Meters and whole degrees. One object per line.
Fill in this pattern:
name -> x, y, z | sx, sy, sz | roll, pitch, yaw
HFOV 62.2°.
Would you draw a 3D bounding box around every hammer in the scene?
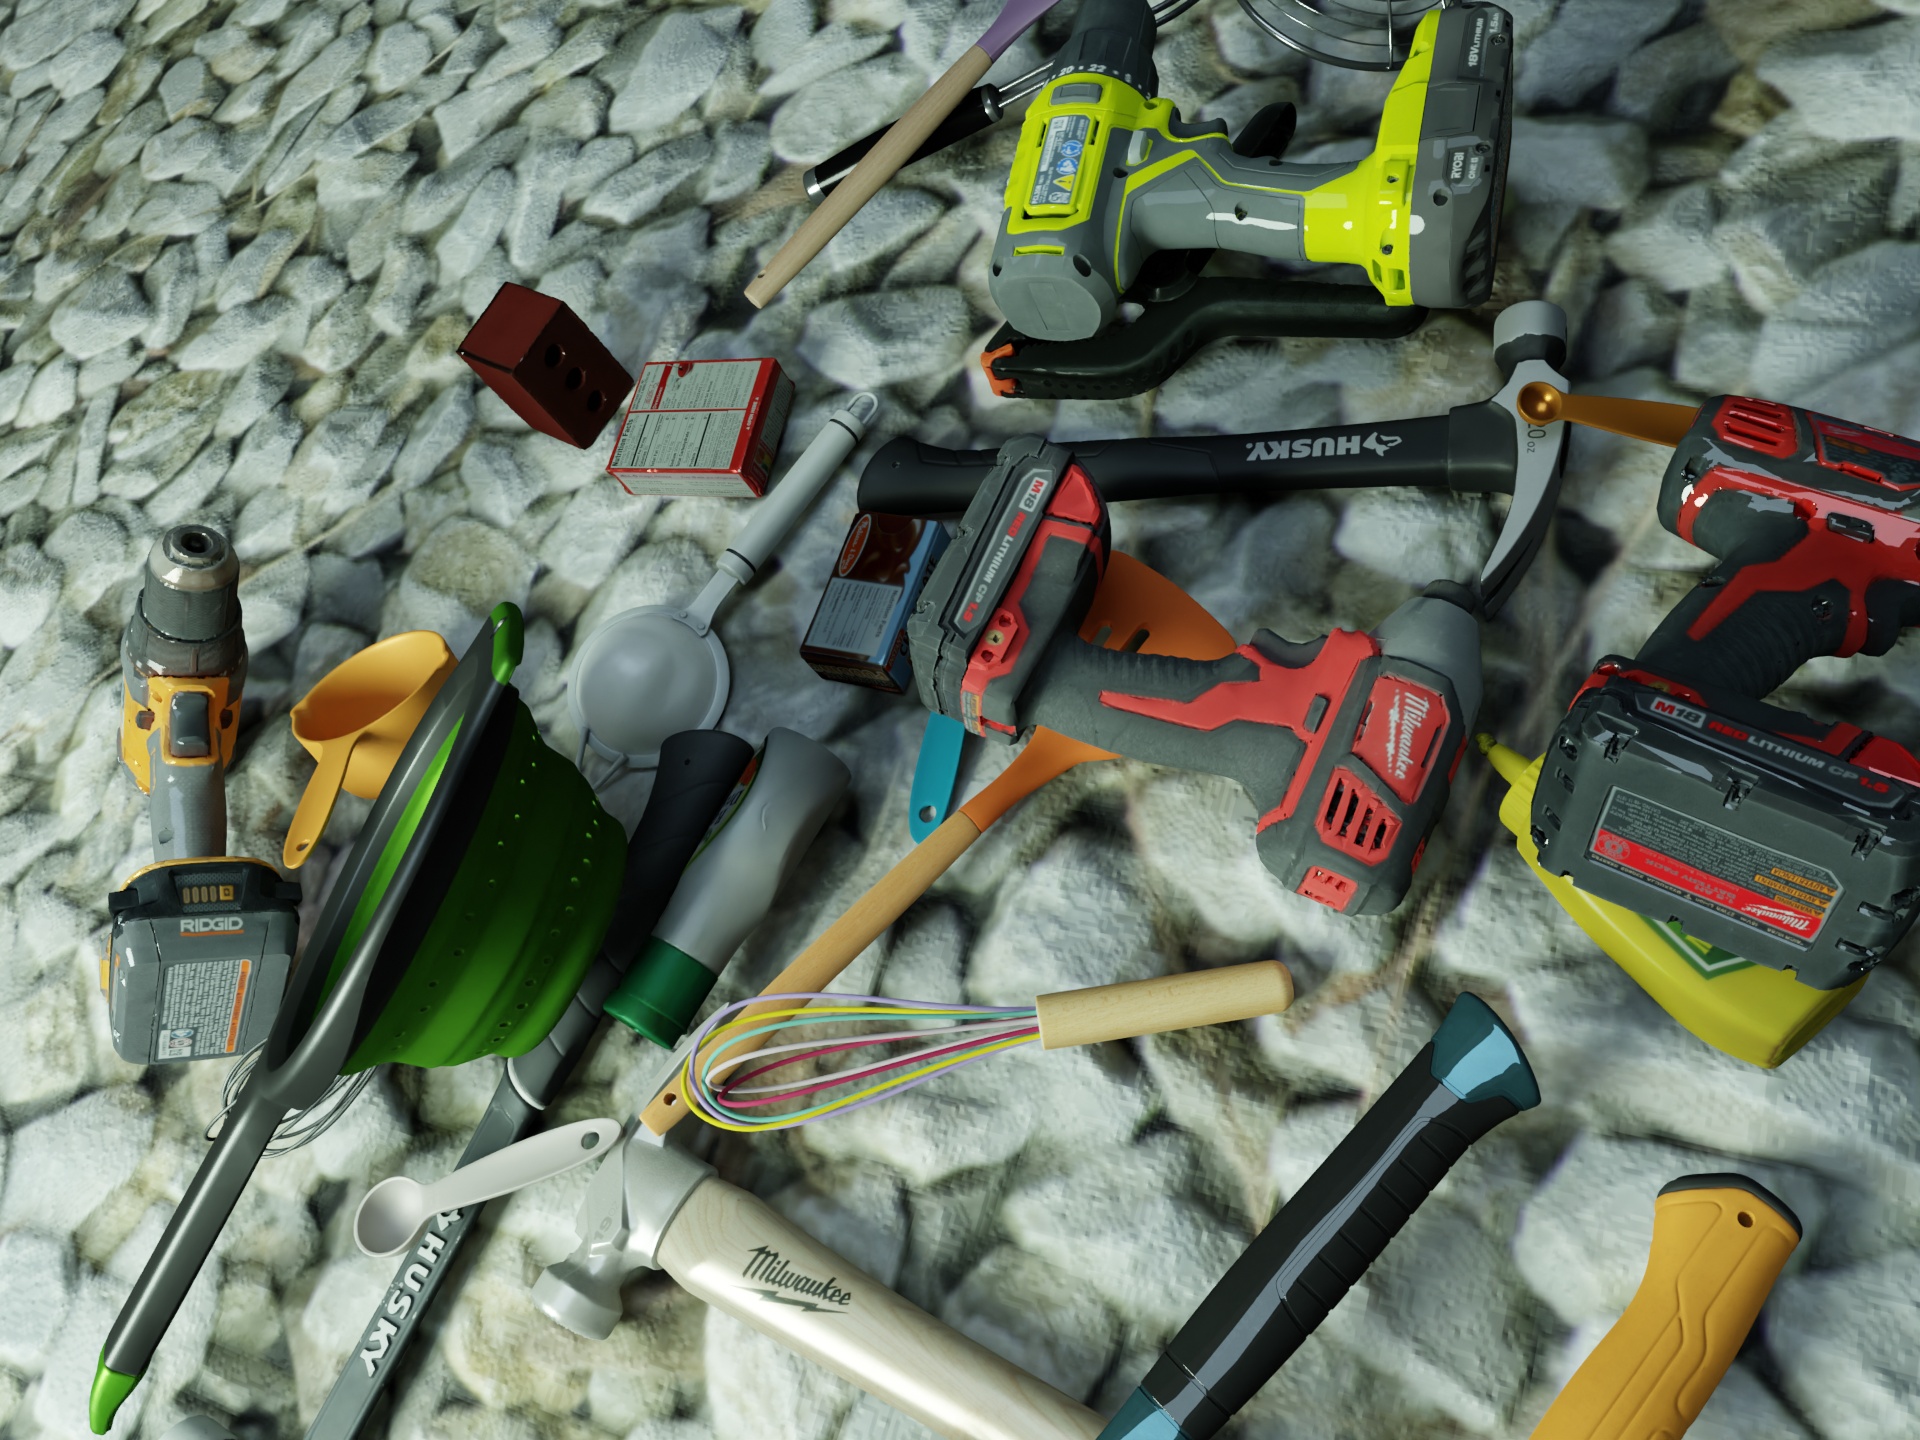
hammer -> 0.163, 0.278, 0.481 | 0.127, 0.034, 0.337 | 34, 69, 28
hammer -> 0.082, 0.226, 0.540 | 0.331, 0.033, 0.128 | -46, 58, -8
hammer -> 0.106, -0.114, 0.744 | 0.335, 0.035, 0.146 | 0, 64, 22
hammer -> 0.022, 0.250, 0.590 | 0.411, 0.038, 0.146 | 22, 73, 29
hammer -> -0.202, 0.183, 0.717 | 0.149, 0.036, 0.409 | 19, 72, 28

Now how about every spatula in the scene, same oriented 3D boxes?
spatula -> -0.015, 0.056, 0.684 | 0.322, 0.041, 0.081 | -43, 68, -14
spatula -> -0.007, -0.342, 0.862 | 0.316, 0.018, 0.060 | -48, 41, -3

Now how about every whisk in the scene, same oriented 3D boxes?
whisk -> 0.010, 0.127, 0.630 | 0.245, 0.051, 0.047 | -9, 17, 1
whisk -> -0.263, 0.124, 0.766 | 0.239, 0.055, 0.055 | -42, 57, -6

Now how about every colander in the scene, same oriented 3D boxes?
colander -> -0.246, 0.146, 0.681 | 0.397, 0.094, 0.205 | -60, 22, 6

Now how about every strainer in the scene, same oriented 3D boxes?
strainer -> -0.122, -0.074, 0.814 | 0.087, 0.050, 0.258 | 32, 76, 16

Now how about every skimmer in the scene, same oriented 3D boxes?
skimmer -> 0.085, -0.345, 0.875 | 0.363, 0.090, 0.127 | -17, 56, 25

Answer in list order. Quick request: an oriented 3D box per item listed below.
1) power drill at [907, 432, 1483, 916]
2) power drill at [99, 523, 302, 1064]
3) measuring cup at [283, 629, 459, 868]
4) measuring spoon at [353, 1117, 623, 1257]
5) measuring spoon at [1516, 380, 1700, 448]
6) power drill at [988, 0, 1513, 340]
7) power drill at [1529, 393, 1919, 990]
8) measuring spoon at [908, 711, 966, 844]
power drill -> 0.101, -0.026, 0.653 | 0.220, 0.078, 0.143 | 24, 74, 12
power drill -> -0.382, 0.032, 0.793 | 0.185, 0.084, 0.226 | -56, 44, 44
measuring cup -> -0.293, 0.026, 0.793 | 0.095, 0.052, 0.174 | -17, 38, 13
measuring spoon -> -0.200, 0.199, 0.682 | 0.124, 0.018, 0.034 | -21, 53, 2
measuring spoon -> 0.289, -0.123, 0.666 | 0.117, 0.011, 0.021 | 10, 71, 0
power drill -> 0.136, -0.271, 0.747 | 0.228, 0.080, 0.191 | 6, 68, 21
power drill -> 0.320, -0.018, 0.557 | 0.188, 0.080, 0.227 | 24, 55, 24
measuring spoon -> -0.001, -0.002, 0.745 | 0.042, 0.021, 0.129 | 8, 77, 25
